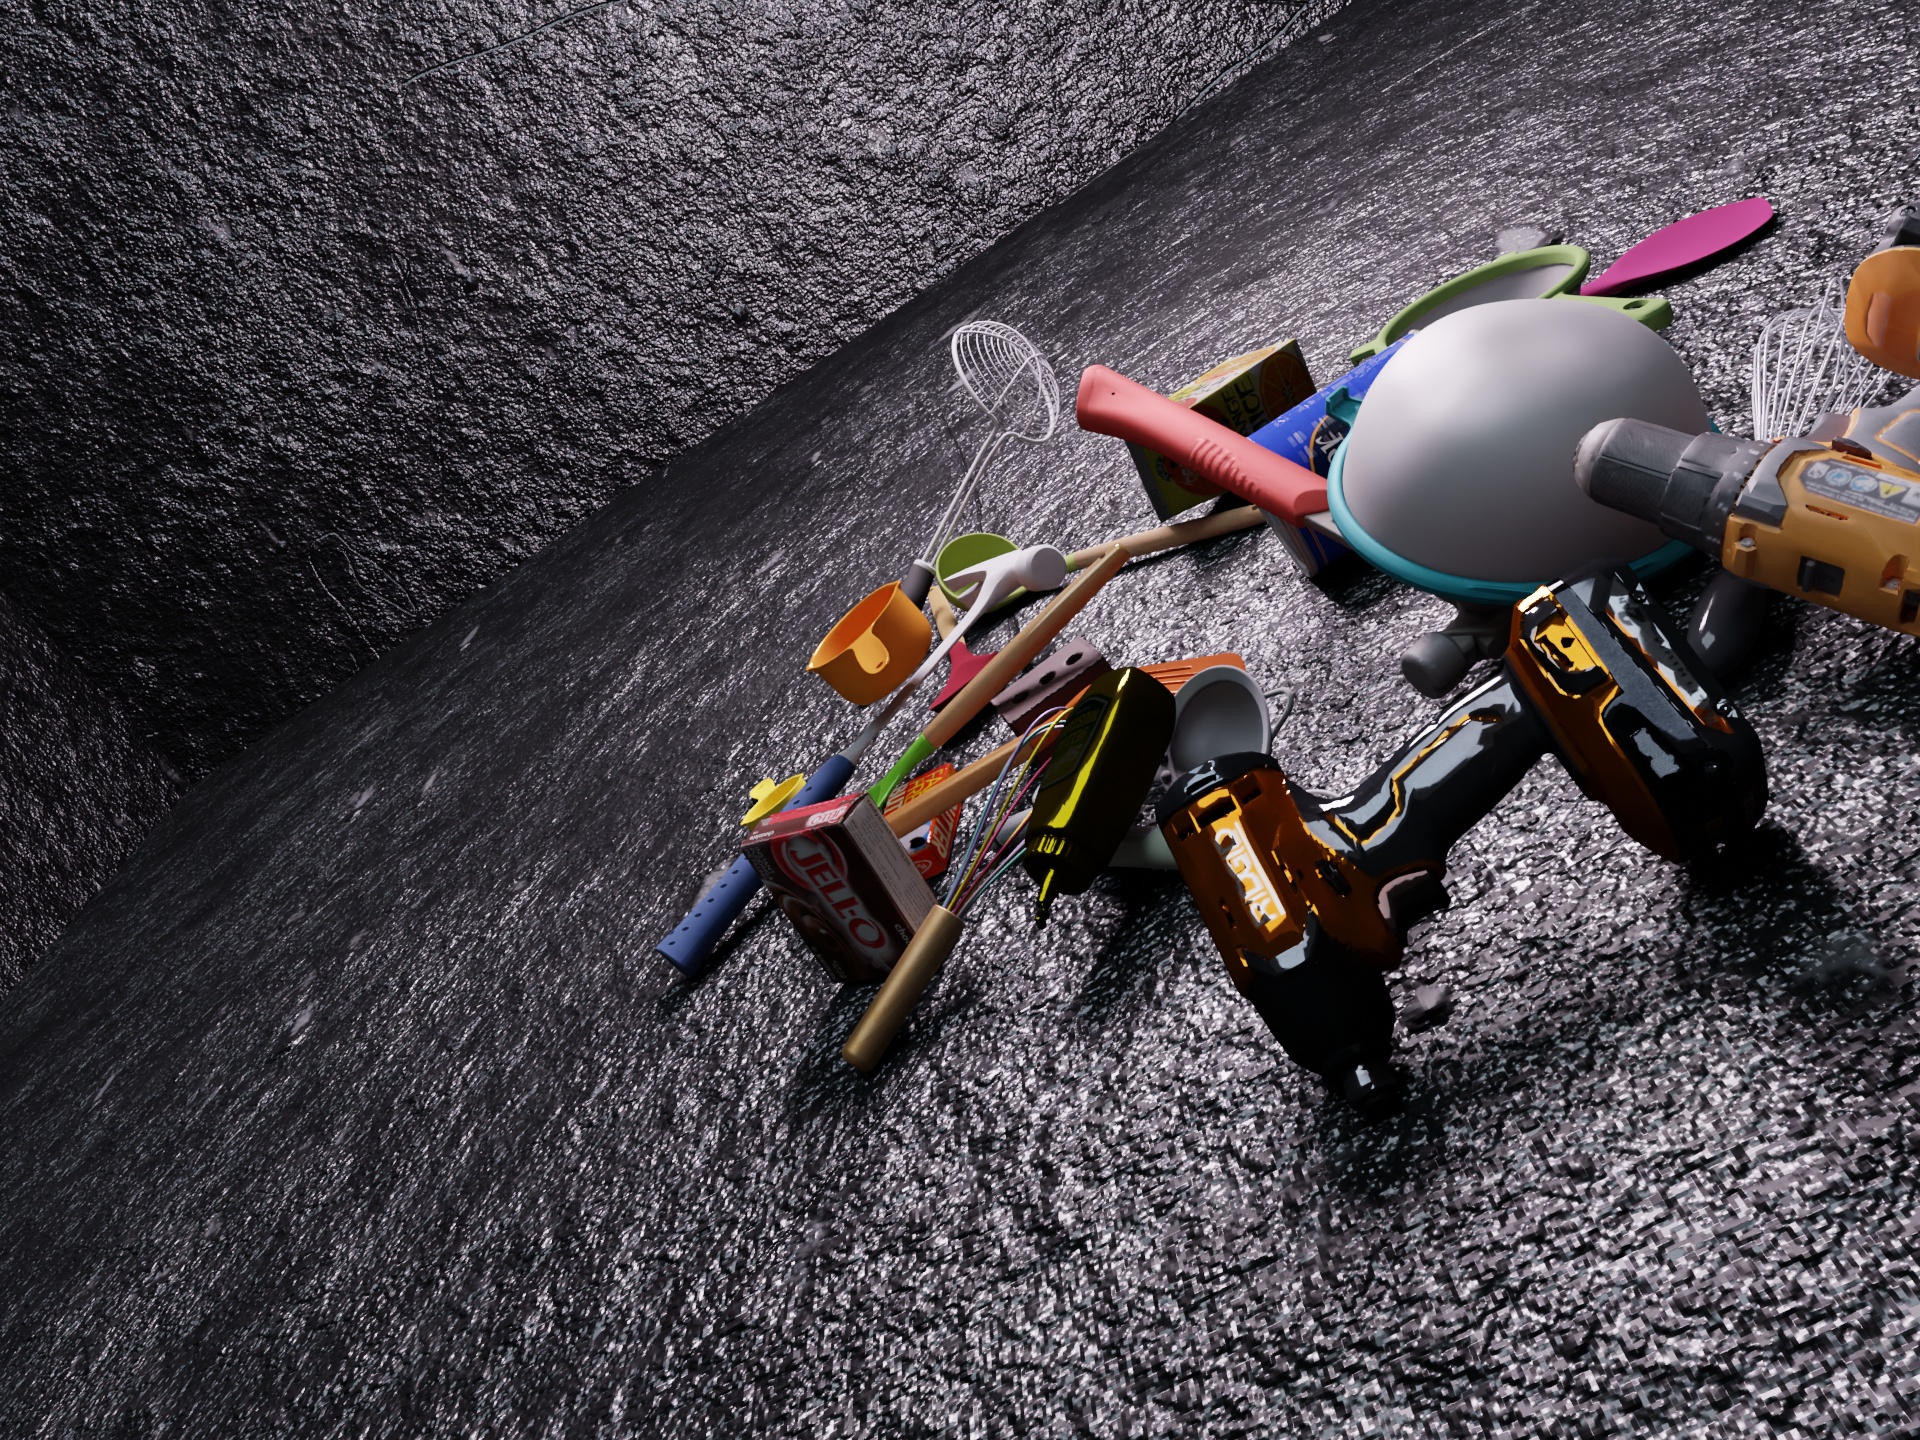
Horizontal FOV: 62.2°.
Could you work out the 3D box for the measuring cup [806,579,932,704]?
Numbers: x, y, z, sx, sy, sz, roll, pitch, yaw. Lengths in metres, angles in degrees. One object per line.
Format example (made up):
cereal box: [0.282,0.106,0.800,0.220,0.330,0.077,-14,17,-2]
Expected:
measuring cup: [-0.054,-0.042,1.131,0.095,0.052,0.174,-44,19,2]

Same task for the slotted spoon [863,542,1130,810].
slotted spoon: [-0.002,-0.003,1.064,0.313,0.031,0.070,-45,19,11]

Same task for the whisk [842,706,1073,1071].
whisk: [0.008,0.096,0.918,0.245,0.051,0.047,-56,3,-13]

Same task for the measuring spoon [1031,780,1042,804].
measuring spoon: [0.096,0.015,1.031,0.124,0.018,0.034,-42,39,2]

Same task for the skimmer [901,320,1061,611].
skimmer: [-0.017,-0.190,1.418,0.090,0.127,0.363,14,75,59]

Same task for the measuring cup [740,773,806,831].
measuring cup: [-0.148,0.068,1.278,0.062,0.029,0.156,-40,10,-7]

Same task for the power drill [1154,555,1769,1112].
power drill: [0.209,0.051,0.664,0.226,0.084,0.164,-31,55,13]

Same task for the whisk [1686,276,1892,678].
whisk: [0.410,-0.122,0.795,0.070,0.070,0.285,-8,40,50]

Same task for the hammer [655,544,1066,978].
hammer: [-0.080,0.023,1.183,0.405,0.035,0.144,-50,18,-17]

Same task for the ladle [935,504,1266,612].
ladle: [0.109,-0.141,1.272,0.320,0.062,0.078,-10,46,42]

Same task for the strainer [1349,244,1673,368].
strainer: [0.389,-0.253,1.064,0.151,0.069,0.256,-33,22,-7]

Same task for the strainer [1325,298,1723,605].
strainer: [0.298,-0.119,0.804,0.211,0.095,0.341,-7,43,11]

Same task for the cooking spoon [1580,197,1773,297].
cooking spoon: [0.426,-0.294,1.162,0.319,0.017,0.069,-24,30,27]

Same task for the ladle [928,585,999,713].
ladle: [-0.007,-0.067,1.330,0.069,0.031,0.316,-38,19,7]

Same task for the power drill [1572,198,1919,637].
power drill: [0.411,-0.143,0.723,0.185,0.084,0.226,29,65,36]

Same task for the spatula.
spatula: [0.031,0.034,1.009,0.322,0.041,0.081,-32,11,16]

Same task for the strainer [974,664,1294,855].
strainer: [0.101,0.036,0.941,0.258,0.050,0.087,-26,59,38]

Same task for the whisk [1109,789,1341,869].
whisk: [0.129,0.066,0.832,0.058,0.059,0.246,-17,6,-30]

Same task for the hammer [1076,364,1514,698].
hammer: [0.203,-0.146,0.962,0.149,0.036,0.359,-40,48,-12]
